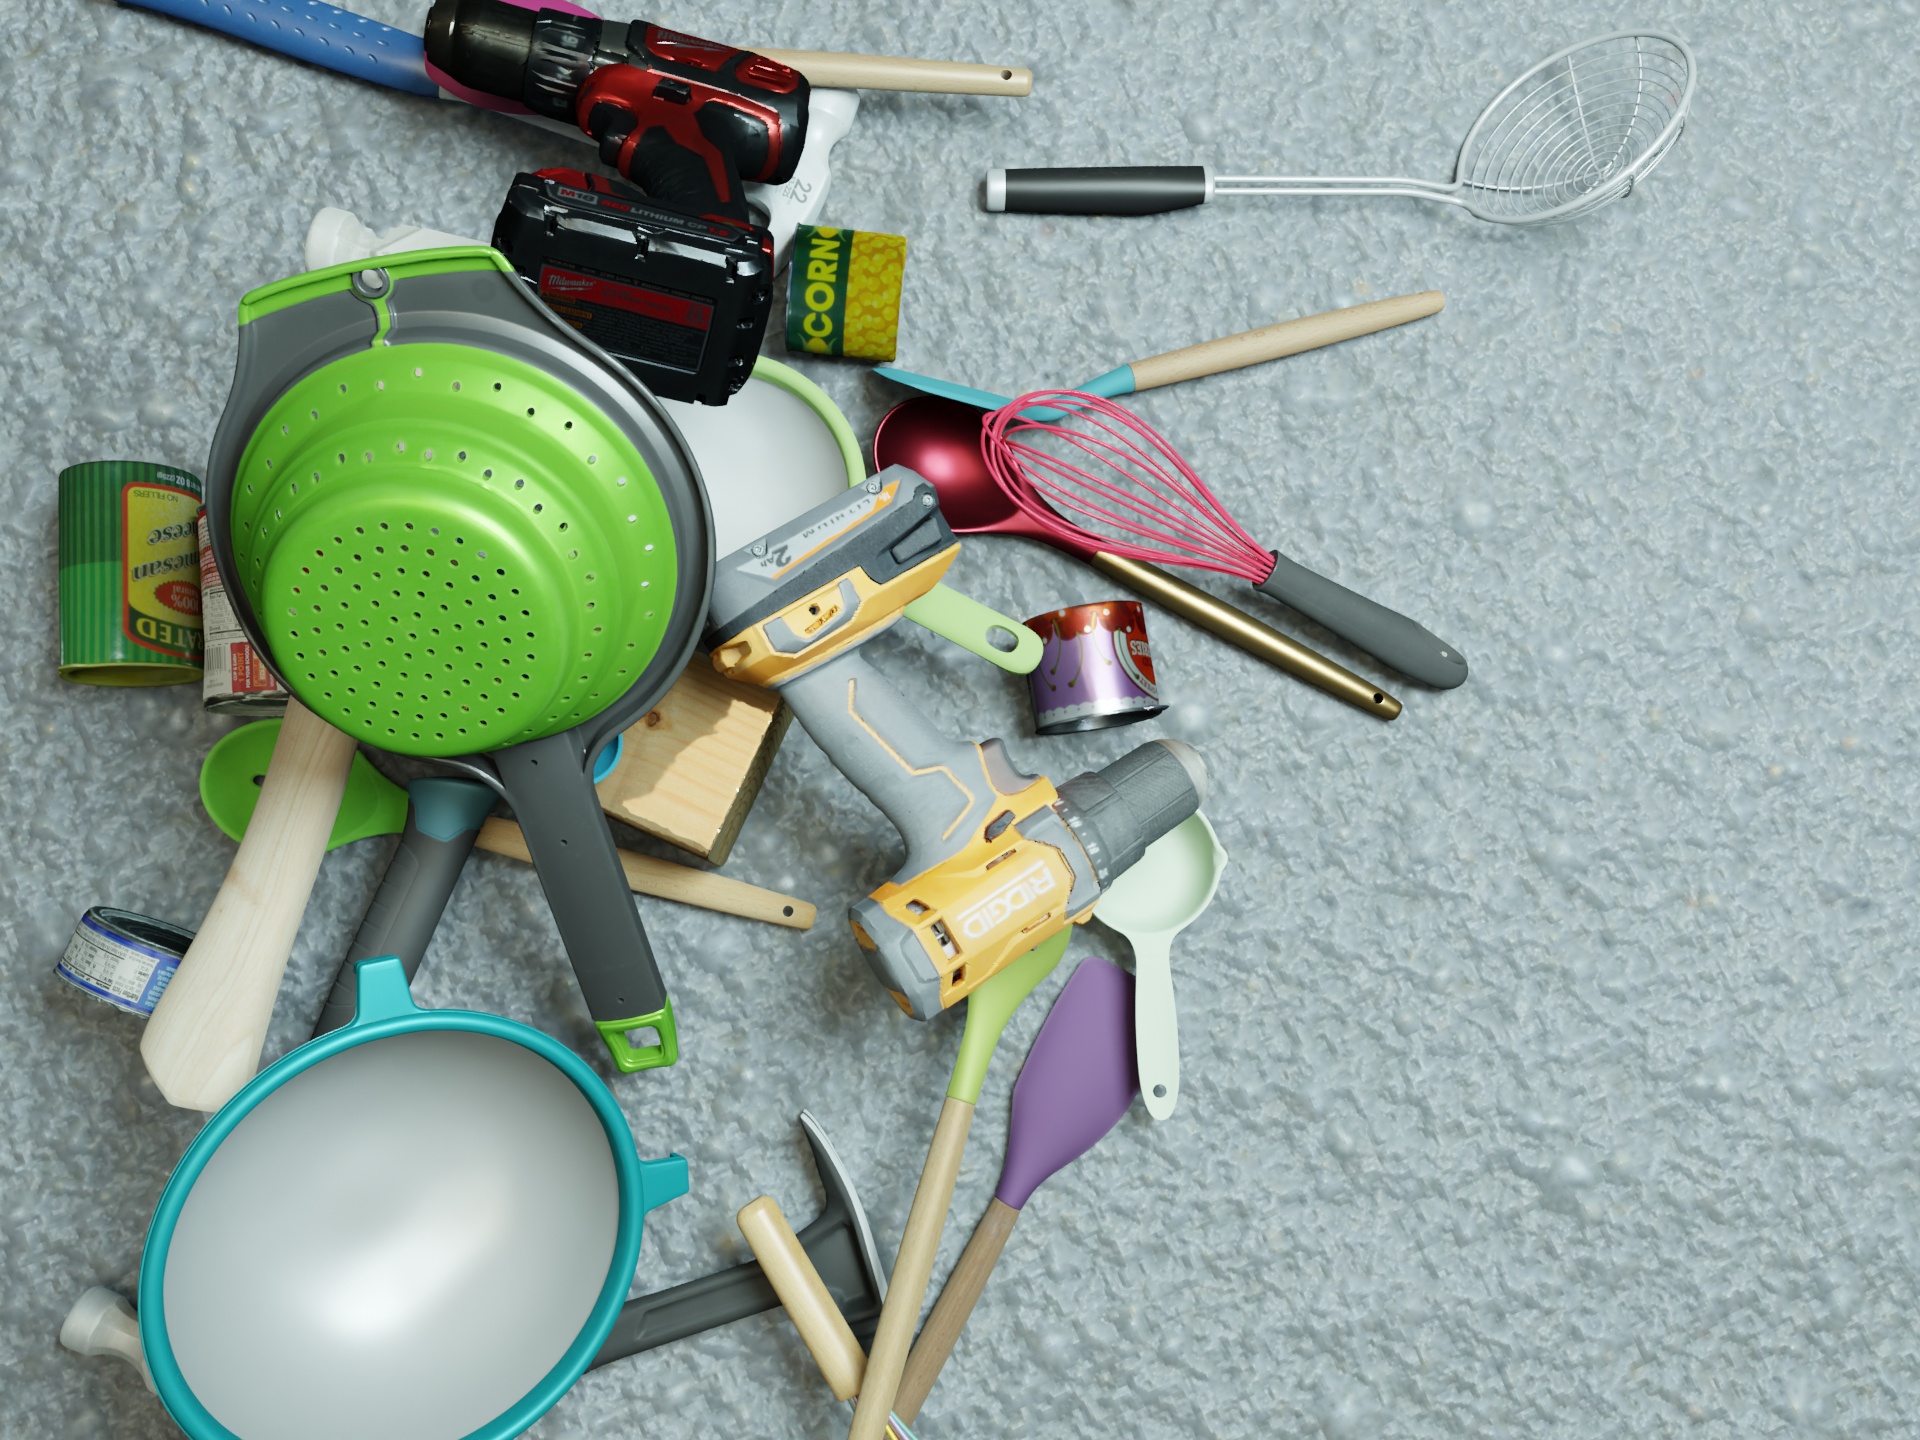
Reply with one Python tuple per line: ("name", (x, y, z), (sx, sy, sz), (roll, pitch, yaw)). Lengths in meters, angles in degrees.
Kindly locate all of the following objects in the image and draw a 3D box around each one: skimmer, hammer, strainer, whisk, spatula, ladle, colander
("skimmer", (0.195, -0.313, 0.848), (0.363, 0.090, 0.127), (-1, 51, 0))
("hammer", (-0.311, 0.176, 0.779), (0.128, 0.033, 0.331), (24, 88, -1))
("strainer", (-0.076, -0.084, 0.816), (0.256, 0.069, 0.151), (27, 80, 2))
("whisk", (-0.035, 0.334, 0.751), (0.051, 0.047, 0.245), (-31, 84, -4))
("spatula", (0.014, 0.269, 0.805), (0.060, 0.018, 0.316), (30, 82, -1))
("ladle", (-0.012, 0.208, 0.766), (0.078, 0.062, 0.320), (22, 74, -20))
("ladle", (0.096, -0.079, 0.847), (0.315, 0.031, 0.069), (28, 85, -1))
("strainer", (-0.294, 0.275, 0.701), (0.210, 0.095, 0.340), (45, 72, -28))
("hammer", (-0.268, -0.339, 0.856), (0.405, 0.035, 0.144), (19, 82, 0))
("hammer", (-0.206, 0.303, 0.782), (0.337, 0.034, 0.127), (-18, 85, -5))
("colander", (-0.186, 0.017, 0.656), (0.204, 0.095, 0.396), (-10, 119, 3))
("whisk", (0.141, -0.087, 0.816), (0.295, 0.073, 0.073), (26, 82, -13))
("spatula", (0.114, -0.200, 0.851), (0.317, 0.082, 0.044), (-15, 110, -9))
("hammer", (-0.274, -0.026, 0.726), (0.146, 0.038, 0.411), (14, 82, -3))

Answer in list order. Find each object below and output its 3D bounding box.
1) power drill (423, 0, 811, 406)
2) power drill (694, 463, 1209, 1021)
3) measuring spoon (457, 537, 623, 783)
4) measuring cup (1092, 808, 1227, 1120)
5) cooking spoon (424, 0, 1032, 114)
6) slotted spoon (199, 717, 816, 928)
("power drill", (-0.166, -0.258, 0.739), (0.187, 0.080, 0.227), (11, 47, -14))
("power drill", (-0.001, -0.002, 0.735), (0.185, 0.084, 0.226), (-31, 95, -16))
("measuring spoon", (-0.196, -0.029, 0.728), (0.042, 0.021, 0.128), (-28, 97, -16))
("measuring cup", (0.096, 0.118, 0.818), (0.083, 0.038, 0.167), (-3, 85, -3))
("cooking spoon", (-0.121, -0.346, 0.836), (0.319, 0.017, 0.069), (3, 84, -2))
("slotted spoon", (-0.227, 0.064, 0.814), (0.313, 0.031, 0.070), (15, 83, -3))
